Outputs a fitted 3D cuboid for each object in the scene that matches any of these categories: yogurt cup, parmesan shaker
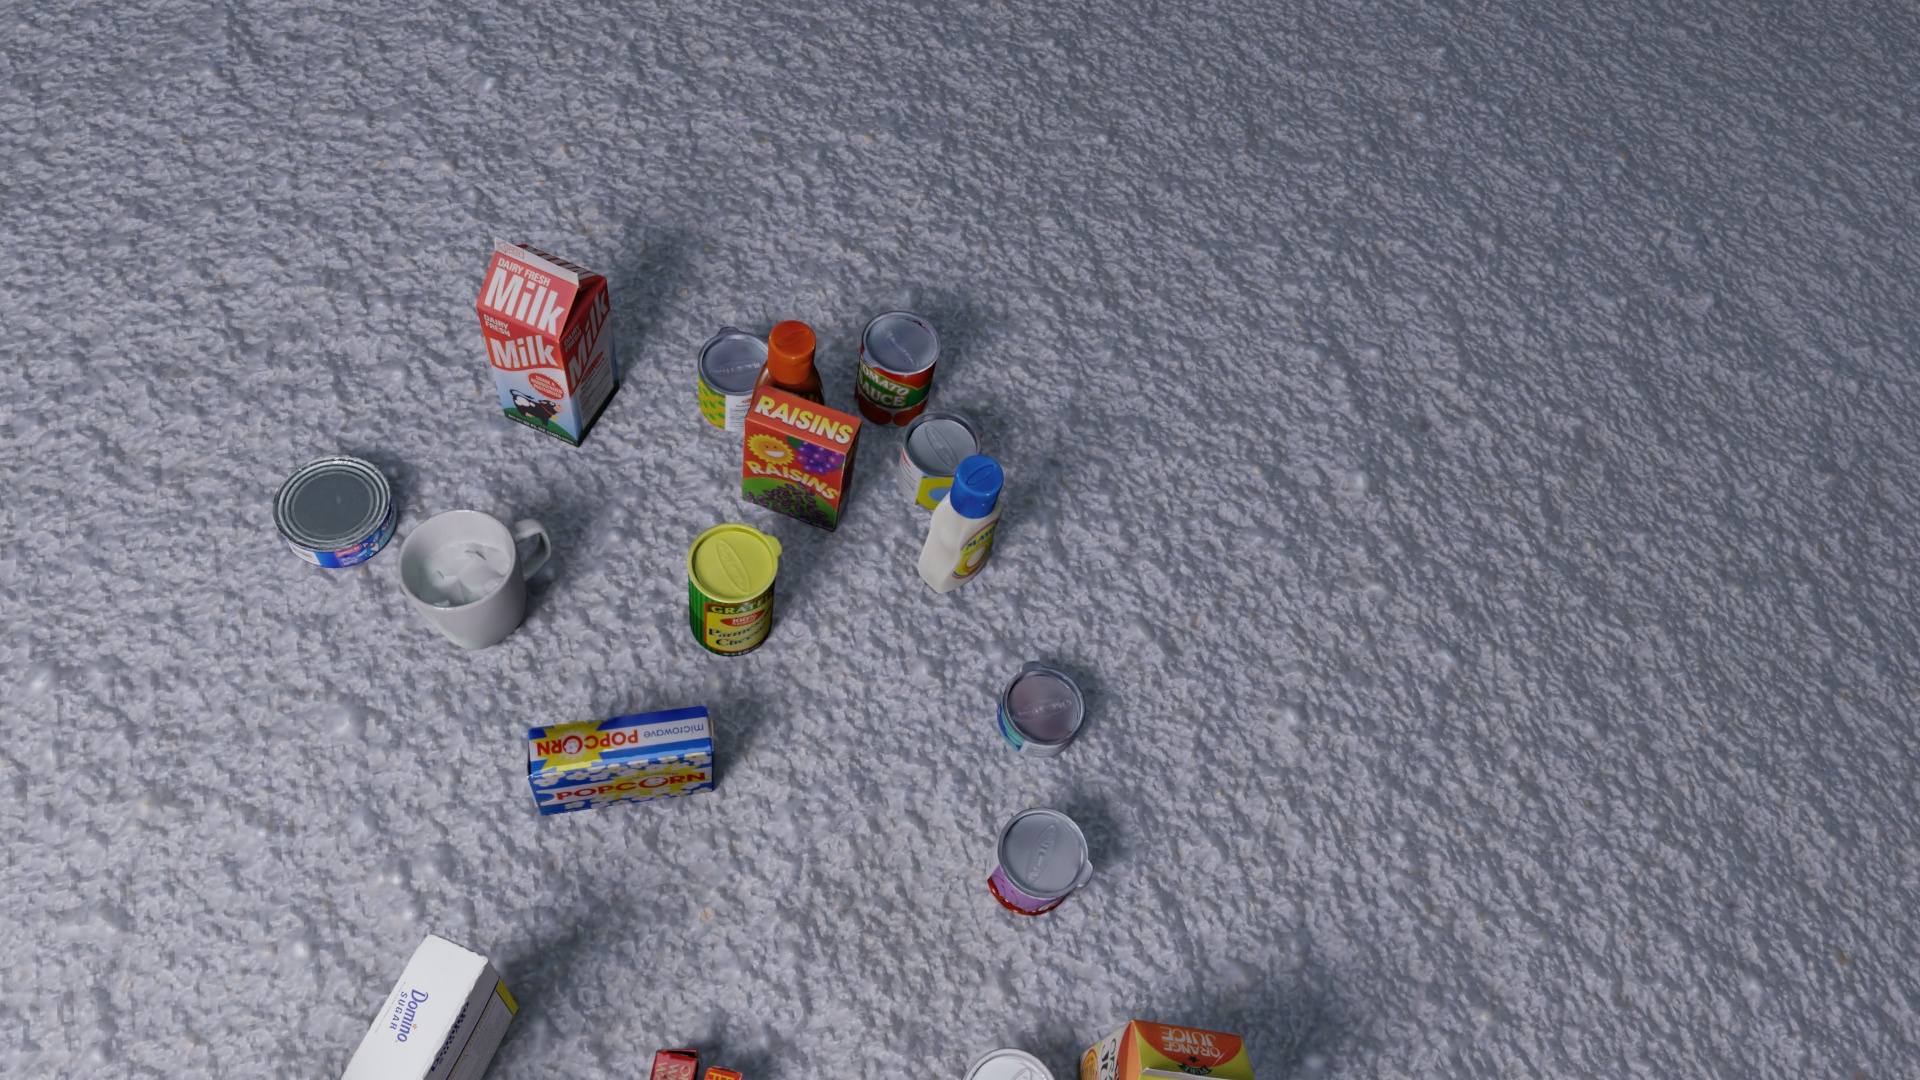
[{"bbox_3d":[0.029,0.380,0.933,0.072,0.053,0.073,4,61,-7],"label":"yogurt cup"},{"bbox_3d":[-0.172,0.039,1.061,0.071,0.102,0.071,4,61,-7],"label":"parmesan shaker"}]

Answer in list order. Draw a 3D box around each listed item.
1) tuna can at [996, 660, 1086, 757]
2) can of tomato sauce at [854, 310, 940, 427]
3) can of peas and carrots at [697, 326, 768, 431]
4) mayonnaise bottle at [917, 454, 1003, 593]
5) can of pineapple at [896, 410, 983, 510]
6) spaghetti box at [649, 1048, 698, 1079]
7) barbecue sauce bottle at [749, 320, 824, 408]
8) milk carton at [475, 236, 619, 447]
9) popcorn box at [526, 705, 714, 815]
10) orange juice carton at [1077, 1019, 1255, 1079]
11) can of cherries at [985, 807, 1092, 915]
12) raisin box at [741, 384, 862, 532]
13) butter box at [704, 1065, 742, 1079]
[{"bbox_3d":[0.062,0.133,1.089,0.071,0.032,0.071,4,61,-7],"label":"tuna can"},{"bbox_3d":[-0.057,-0.145,1.195,0.071,0.082,0.071,4,61,-7],"label":"can of tomato sauce"},{"bbox_3d":[-0.191,-0.136,1.181,0.071,0.058,0.071,4,61,-7],"label":"can of peas and carrots"},{"bbox_3d":[0.004,-0.014,1.095,0.065,0.147,0.041,-36,73,-25],"label":"mayonnaise bottle"},{"bbox_3d":[-0.017,-0.067,1.173,0.071,0.057,0.071,4,61,-7],"label":"can of pineapple"},{"bbox_3d":[-0.203,0.446,0.858,0.029,0.050,0.251,11,60,-3],"label":"spaghetti box"},{"bbox_3d":[-0.140,-0.121,1.129,0.065,0.147,0.044,-28,69,-22],"label":"barbecue sauce bottle"},{"bbox_3d":[-0.324,-0.163,1.097,0.072,0.189,0.074,24,60,4],"label":"milk carton"},{"bbox_3d":[-0.240,0.158,0.992,0.127,0.084,0.038,-6,63,-13],"label":"popcorn box"},{"bbox_3d":[0.127,0.355,0.884,0.072,0.191,0.073,11,60,-4],"label":"orange juice carton"},{"bbox_3d":[0.057,0.237,1.015,0.071,0.058,0.072,4,61,-7],"label":"can of cherries"},{"bbox_3d":[-0.129,-0.065,1.114,0.086,0.122,0.040,20,60,2],"label":"raisin box"},{"bbox_3d":[-0.165,0.395,0.891,0.024,0.053,0.104,14,60,-2],"label":"butter box"}]
